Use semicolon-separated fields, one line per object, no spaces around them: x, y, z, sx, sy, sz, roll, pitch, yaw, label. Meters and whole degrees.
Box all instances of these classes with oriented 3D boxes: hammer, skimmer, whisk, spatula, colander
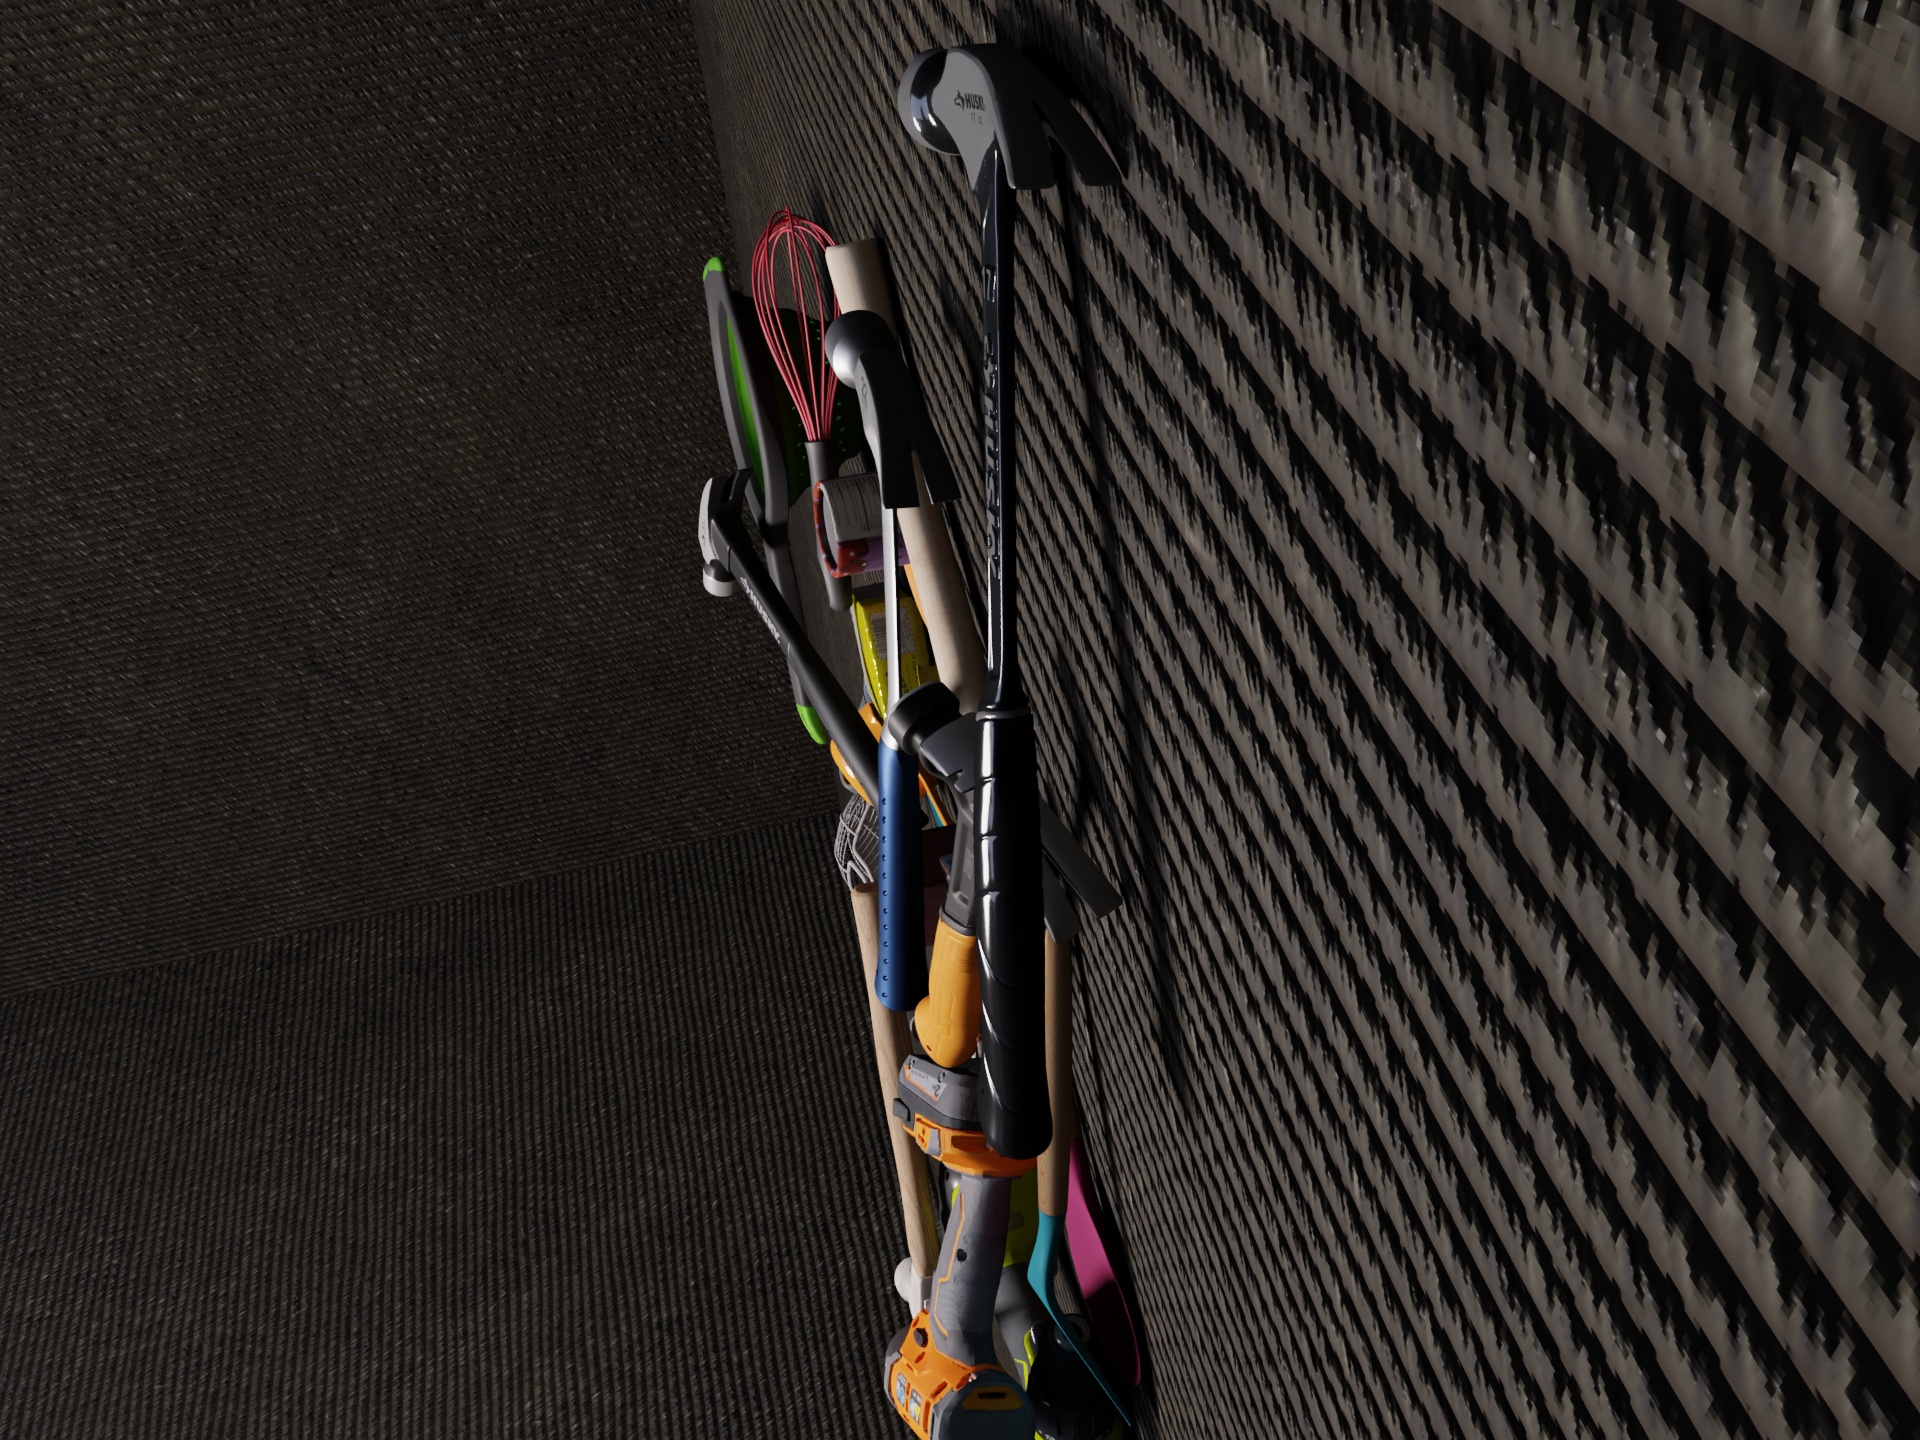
0.007;0.113;0.798;0.127;0.034;0.336;51;159;22;hammer
-0.037;0.149;1.292;0.364;0.090;0.127;-121;40;-62;skimmer
-0.115;-0.046;1.195;0.335;0.035;0.146;56;155;28;hammer
-0.033;0.003;0.835;0.144;0.035;0.405;-113;18;-51;hammer
-0.039;0.277;1.114;0.130;0.031;0.331;-160;61;-74;hammer
-0.105;-0.225;1.170;0.073;0.073;0.295;-127;30;-74;whisk
0.059;0.233;0.842;0.082;0.044;0.317;-136;41;-61;spatula
-0.120;-0.180;1.295;0.205;0.094;0.397;-146;45;-72;colander
0.018;-0.017;0.561;0.149;0.036;0.408;-120;26;-63;hammer
-0.018;-0.093;0.899;0.146;0.038;0.411;91;165;-69;hammer

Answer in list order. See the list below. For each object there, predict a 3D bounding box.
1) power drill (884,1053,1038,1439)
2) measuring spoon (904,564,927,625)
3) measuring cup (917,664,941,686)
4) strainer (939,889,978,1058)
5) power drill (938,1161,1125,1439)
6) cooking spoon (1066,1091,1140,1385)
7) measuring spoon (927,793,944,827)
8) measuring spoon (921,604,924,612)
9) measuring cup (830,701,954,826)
-0.002;0.326;0.984;0.164;0.084;0.226;167;109;-70;power drill
-0.034;-0.118;1.104;0.021;0.011;0.117;127;128;-66;measuring spoon
-0.002;-0.003;1.013;0.156;0.029;0.062;35;-139;-83;measuring cup
0.005;0.219;1.197;0.087;0.050;0.258;-80;-14;-51;strainer
0.050;0.396;1.062;0.229;0.080;0.190;-115;18;-53;power drill
0.057;0.213;0.909;0.068;0.017;0.319;130;128;-68;cooking spoon
-0.021;0.096;1.314;0.129;0.021;0.042;-111;11;-46;measuring spoon
-0.022;-0.083;1.022;0.124;0.018;0.034;-123;21;-73;measuring spoon
-0.048;0.060;1.254;0.095;0.052;0.174;45;-171;-46;measuring cup
